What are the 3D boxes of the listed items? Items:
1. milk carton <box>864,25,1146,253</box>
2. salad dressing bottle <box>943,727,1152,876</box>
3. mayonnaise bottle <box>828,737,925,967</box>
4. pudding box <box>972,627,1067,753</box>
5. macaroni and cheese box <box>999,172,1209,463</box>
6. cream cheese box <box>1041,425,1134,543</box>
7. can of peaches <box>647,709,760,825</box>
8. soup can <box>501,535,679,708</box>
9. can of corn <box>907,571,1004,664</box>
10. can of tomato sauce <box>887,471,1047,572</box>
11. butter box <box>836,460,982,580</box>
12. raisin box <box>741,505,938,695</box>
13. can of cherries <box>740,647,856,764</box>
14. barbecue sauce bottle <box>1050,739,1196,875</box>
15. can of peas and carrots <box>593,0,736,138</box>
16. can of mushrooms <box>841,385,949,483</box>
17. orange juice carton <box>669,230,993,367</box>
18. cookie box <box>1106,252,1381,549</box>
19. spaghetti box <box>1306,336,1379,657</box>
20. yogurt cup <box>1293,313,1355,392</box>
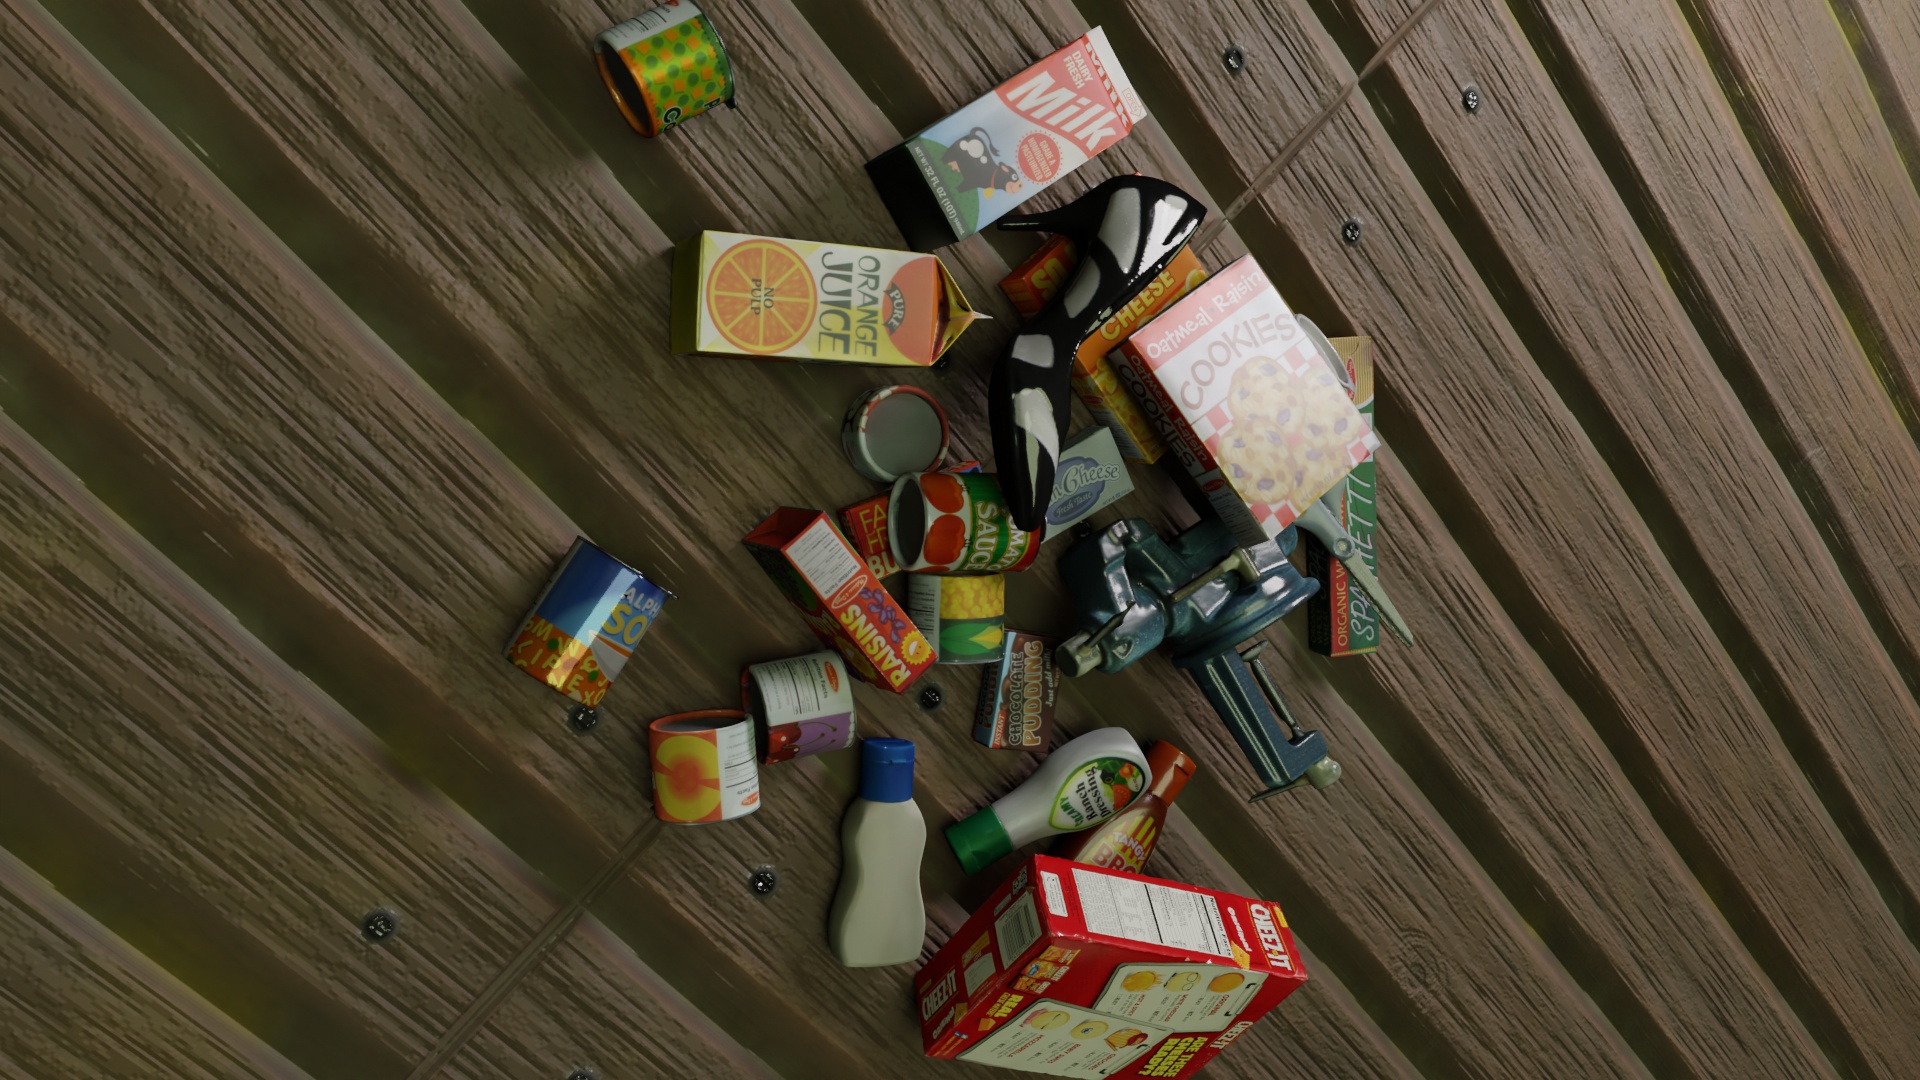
[{"bbox_3d":[0.040,-0.271,0.928,0.191,0.073,0.072,-37,108,-19],"label":"milk carton"},{"bbox_3d":[0.061,0.185,0.975,0.148,0.044,0.064,-27,119,-8],"label":"salad dressing bottle"},{"bbox_3d":[-0.053,0.209,0.938,0.065,0.041,0.148,3,91,-27],"label":"mayonnaise bottle"},{"bbox_3d":[0.041,0.105,0.980,0.050,0.030,0.083,11,89,-25],"label":"pudding box"},{"bbox_3d":[0.123,-0.157,0.994,0.124,0.040,0.166,-44,110,-16],"label":"macaroni and cheese box"},{"bbox_3d":[0.069,-0.036,0.986,0.104,0.024,0.053,-30,104,-21],"label":"cream cheese box"},{"bbox_3d":[-0.163,0.140,0.869,0.071,0.071,0.058,-6,97,-25],"label":"can of peaches"},{"bbox_3d":[-0.221,0.050,0.832,0.071,0.071,0.084,35,80,-23],"label":"soup can"},{"bbox_3d":[-0.001,0.050,0.937,0.071,0.071,0.058,-1,94,-25],"label":"can of corn"},{"bbox_3d":[0.003,-0.011,0.903,0.083,0.071,0.071,0,94,-25],"label":"can of tomato sauce"},{"bbox_3d":[-0.028,-0.014,0.942,0.104,0.024,0.053,-21,103,-22],"label":"butter box"},{"bbox_3d":[-0.078,0.038,0.888,0.040,0.086,0.123,-43,110,-18],"label":"raisin box"},{"bbox_3d":[-0.105,0.108,0.893,0.058,0.071,0.071,-10,98,-23],"label":"can of cherries"},{"bbox_3d":[0.116,0.215,1.015,0.064,0.043,0.149,44,75,-25],"label":"barbecue sauce bottle"},{"bbox_3d":[-0.176,-0.280,0.831,0.059,0.071,0.070,-33,107,-19],"label":"can of peas and carrots"},{"bbox_3d":[-0.041,-0.072,0.927,0.071,0.033,0.071,-2,94,-24],"label":"can of mushrooms"},{"bbox_3d":[-0.081,-0.148,0.882,0.193,0.072,0.073,1,94,-25],"label":"orange juice carton"},{"bbox_3d":[0.197,-0.098,0.964,0.123,0.040,0.167,-37,93,-23],"label":"cookie box"},{"bbox_3d":[0.299,-0.034,1.091,0.050,0.028,0.249,-5,96,-25],"label":"spaghetti box"},{"bbox_3d":[0.250,-0.127,1.036,0.053,0.073,0.072,-36,115,27],"label":"yogurt cup"}]
